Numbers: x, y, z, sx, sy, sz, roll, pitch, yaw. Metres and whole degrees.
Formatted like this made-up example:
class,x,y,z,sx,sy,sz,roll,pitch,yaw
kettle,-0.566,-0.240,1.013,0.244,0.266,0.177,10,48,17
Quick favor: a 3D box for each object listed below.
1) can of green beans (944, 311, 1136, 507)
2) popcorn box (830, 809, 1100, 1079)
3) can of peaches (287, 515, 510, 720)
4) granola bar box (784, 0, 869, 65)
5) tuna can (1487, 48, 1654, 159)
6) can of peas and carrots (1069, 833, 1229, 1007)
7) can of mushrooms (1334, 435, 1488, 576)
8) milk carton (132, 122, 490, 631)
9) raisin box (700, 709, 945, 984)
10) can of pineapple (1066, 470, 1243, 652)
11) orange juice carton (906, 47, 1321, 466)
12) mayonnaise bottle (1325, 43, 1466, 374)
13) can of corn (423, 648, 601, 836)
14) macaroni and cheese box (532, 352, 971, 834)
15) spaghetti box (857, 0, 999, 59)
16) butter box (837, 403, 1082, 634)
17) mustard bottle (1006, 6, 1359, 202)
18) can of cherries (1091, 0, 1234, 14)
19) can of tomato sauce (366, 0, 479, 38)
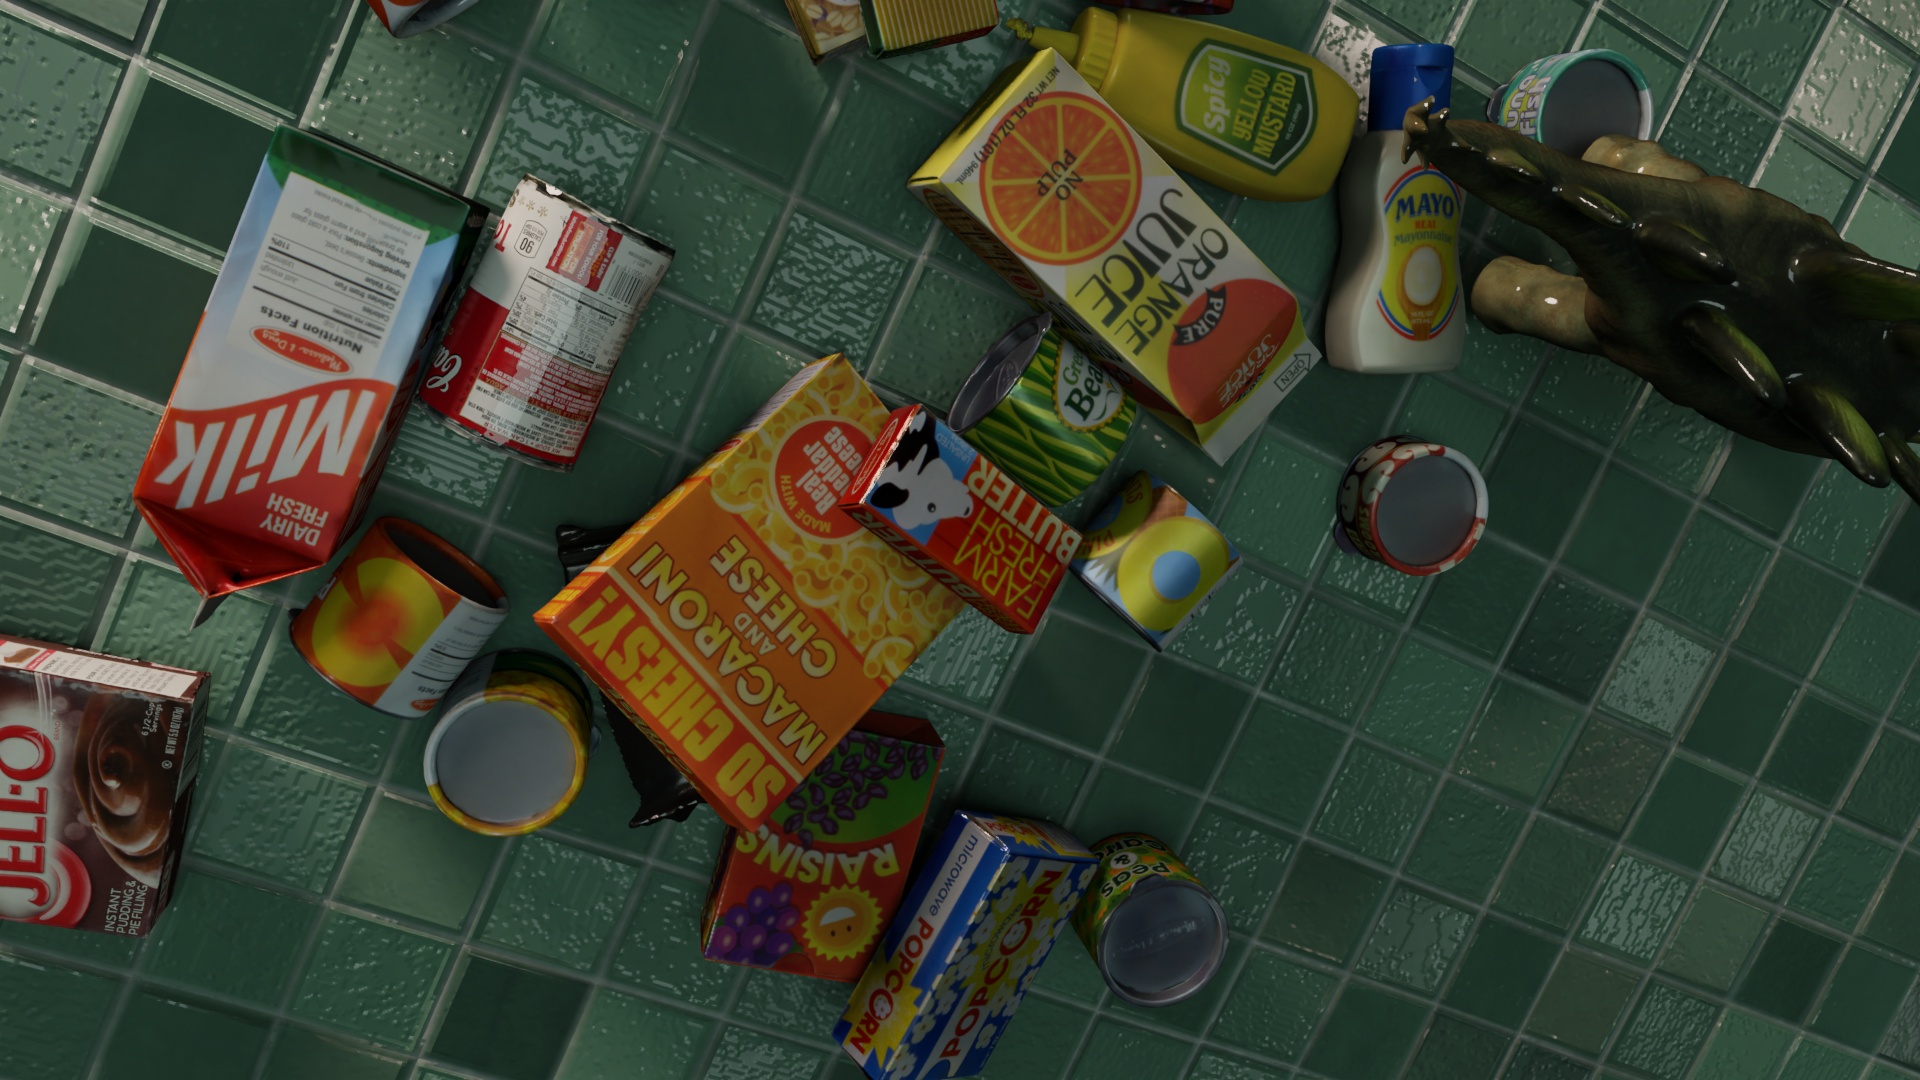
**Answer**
class,x,y,z,sx,sy,sz,roll,pitch,yaw
can of green beans,0.036,-0.057,0.618,0.058,0.071,0.071,36,92,-18
popcorn box,0.004,0.192,0.659,0.085,0.038,0.126,23,98,-53
can of peaches,-0.232,0.030,0.575,0.071,0.071,0.058,39,92,-18
granola bar box,-0.038,-0.298,0.562,0.124,0.039,0.165,-27,107,-7
tuna can,0.291,-0.201,0.664,0.071,0.033,0.071,-3,103,-13
can of peas and carrots,0.090,0.184,0.687,0.071,0.059,0.070,-3,102,-13
can of mushrooms,0.223,-0.016,0.688,0.071,0.033,0.071,-3,103,-13
milk carton,-0.258,-0.059,0.546,0.073,0.072,0.190,23,95,-17
raisin box,-0.066,0.140,0.651,0.086,0.040,0.123,14,99,-17
can of pineapple,0.087,0.008,0.644,0.071,0.071,0.058,43,90,-18
orange juice carton,0.074,-0.118,0.610,0.192,0.073,0.072,40,91,-18
mayonnaise bottle,0.207,-0.153,0.650,0.065,0.041,0.147,-4,104,-16
can of corn,-0.191,0.087,0.600,0.071,0.058,0.071,-3,103,-12
macaroni and cheese box,-0.076,0.021,0.593,0.167,0.040,0.123,-46,109,-23
spaghetti box,-0.039,-0.313,0.521,0.050,0.029,0.249,-17,106,-9
butter box,0.002,-0.008,0.601,0.103,0.024,0.053,38,69,-23
mustard bottle,0.094,-0.197,0.610,0.160,0.049,0.065,14,97,-16
can of cherries,0.088,-0.256,0.587,0.071,0.071,0.058,2,106,-13
can of tomato sauce,-0.210,-0.243,0.518,0.071,0.071,0.083,-35,108,-4
